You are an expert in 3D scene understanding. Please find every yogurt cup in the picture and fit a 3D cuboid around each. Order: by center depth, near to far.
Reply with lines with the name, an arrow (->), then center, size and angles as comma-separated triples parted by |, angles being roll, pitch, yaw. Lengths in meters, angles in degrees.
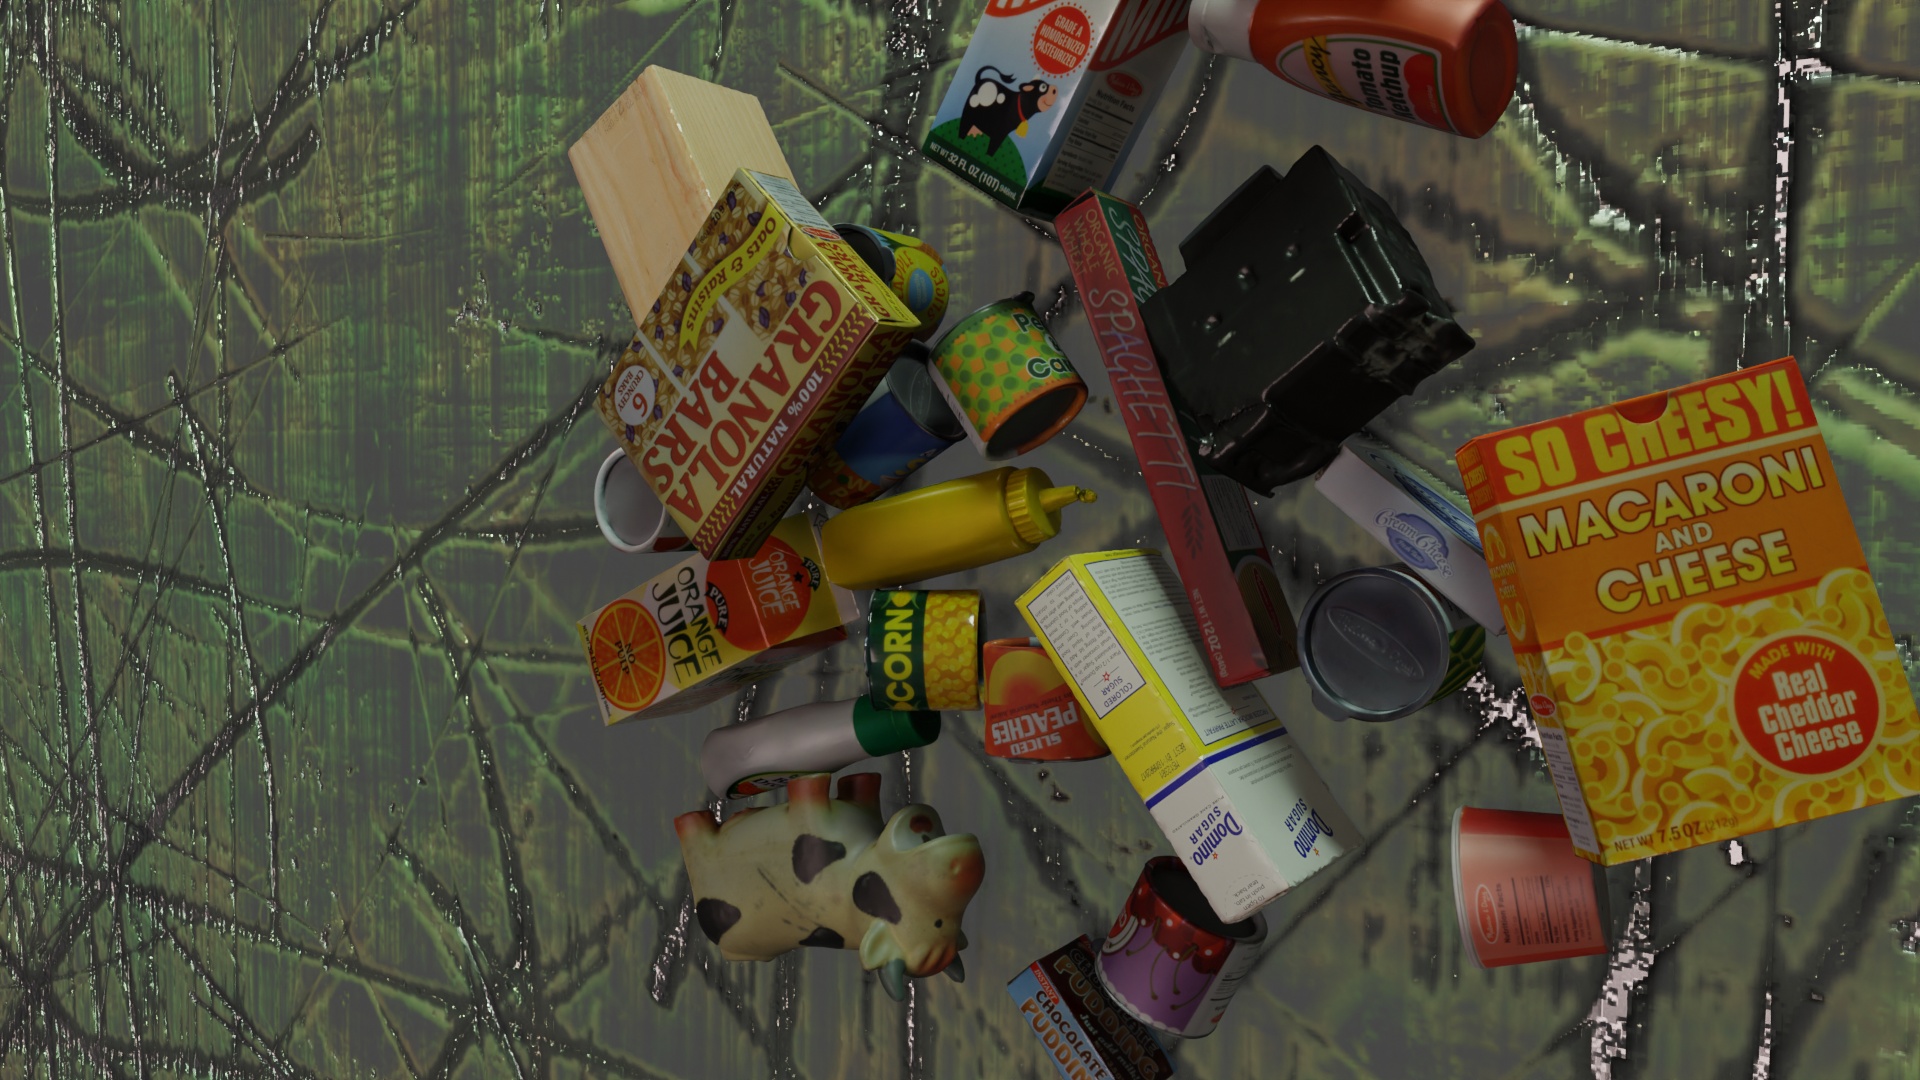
yogurt cup -> 0.238, 0.144, 0.579 | 0.054, 0.072, 0.072 | -9, 87, 27

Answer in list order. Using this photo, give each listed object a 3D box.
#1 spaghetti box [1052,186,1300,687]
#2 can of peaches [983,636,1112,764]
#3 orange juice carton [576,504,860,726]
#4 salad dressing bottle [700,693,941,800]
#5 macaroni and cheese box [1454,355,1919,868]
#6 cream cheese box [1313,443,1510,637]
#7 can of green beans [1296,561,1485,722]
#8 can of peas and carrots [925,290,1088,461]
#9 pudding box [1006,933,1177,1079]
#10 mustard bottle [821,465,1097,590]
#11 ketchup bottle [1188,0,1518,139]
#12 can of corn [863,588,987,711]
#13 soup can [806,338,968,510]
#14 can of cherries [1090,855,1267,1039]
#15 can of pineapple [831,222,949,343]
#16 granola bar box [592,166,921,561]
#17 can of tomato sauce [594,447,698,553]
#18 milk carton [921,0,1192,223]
spaghetti box -> 0.106, -0.052, 0.675 | 0.028, 0.050, 0.250 | -26, 77, 33
can of peaches -> 0.044, 0.080, 0.711 | 0.071, 0.071, 0.058 | -1, 91, 36
orange juice carton -> -0.138, 0.047, 0.839 | 0.192, 0.073, 0.072 | -27, 77, 33
salad dressing bottle -> -0.082, 0.116, 0.812 | 0.147, 0.064, 0.044 | -18, 72, 27
macaroni and cheese box -> 0.276, 0.026, 0.528 | 0.124, 0.040, 0.166 | -15, 82, 4
cream cheese box -> 0.206, -0.001, 0.602 | 0.104, 0.053, 0.024 | 45, 114, 26
can of green beans -> 0.190, 0.043, 0.612 | 0.071, 0.058, 0.071 | 2, 93, 35
can of peas and carrots -> 0.026, -0.084, 0.721 | 0.070, 0.071, 0.059 | -42, 69, 29
pudding box -> 0.068, 0.251, 0.713 | 0.030, 0.050, 0.084 | -48, 65, 29
mustard bottle -> 0.003, -0.009, 0.745 | 0.160, 0.065, 0.049 | -15, 83, 29
ketchup bottle -> 0.170, -0.224, 0.618 | 0.149, 0.064, 0.043 | 31, 80, 39
can of corn -> -0.017, 0.059, 0.743 | 0.058, 0.071, 0.071 | -1, 92, 6
soup can -> -0.044, -0.062, 0.774 | 0.083, 0.071, 0.071 | -33, 73, 33
can of cherries -> 0.104, 0.194, 0.673 | 0.071, 0.071, 0.058 | 34, 111, 30
can of pineapple -> -0.047, -0.140, 0.776 | 0.071, 0.058, 0.071 | 2, 93, 36
granola bar box -> -0.112, -0.090, 0.724 | 0.124, 0.039, 0.165 | 49, 116, 23
can of tomato sauce -> -0.174, -0.025, 0.856 | 0.071, 0.083, 0.071 | 2, 93, 35
milk carton -> 0.064, -0.257, 0.683 | 0.072, 0.073, 0.189 | 39, 113, 28
